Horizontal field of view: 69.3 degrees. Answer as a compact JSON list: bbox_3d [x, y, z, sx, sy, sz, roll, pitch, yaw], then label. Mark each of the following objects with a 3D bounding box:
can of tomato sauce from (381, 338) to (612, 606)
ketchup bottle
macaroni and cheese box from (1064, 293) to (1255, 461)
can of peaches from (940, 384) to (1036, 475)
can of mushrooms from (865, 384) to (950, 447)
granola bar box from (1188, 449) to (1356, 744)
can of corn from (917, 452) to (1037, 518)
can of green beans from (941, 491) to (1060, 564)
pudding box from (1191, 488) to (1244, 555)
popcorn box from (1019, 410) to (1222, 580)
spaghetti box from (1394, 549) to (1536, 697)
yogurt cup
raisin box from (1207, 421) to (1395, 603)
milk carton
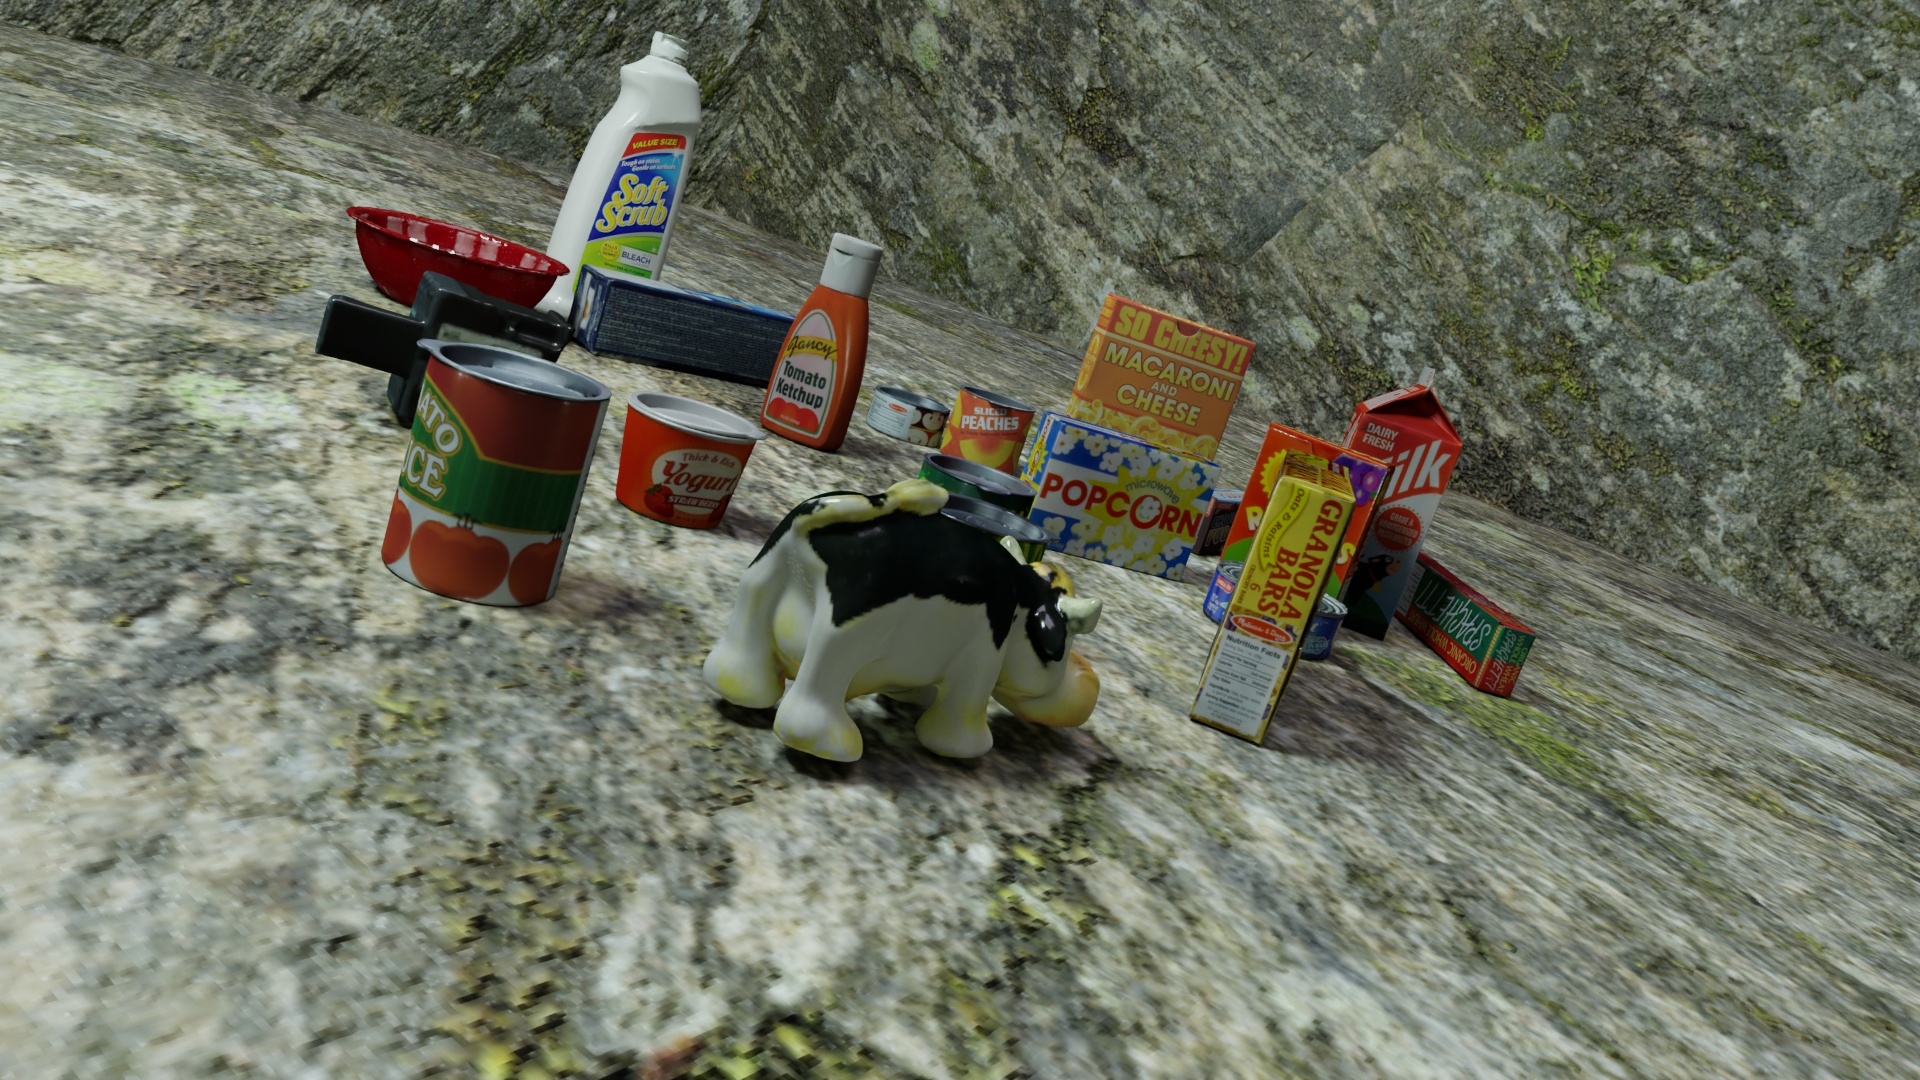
[{"bbox_3d":[-0.177,-0.026,0.523,0.071,0.083,0.071,18,12,-4],"label":"can of tomato sauce"},{"bbox_3d":[-0.094,-0.142,0.991,0.065,0.148,0.043,24,13,22],"label":"ketchup bottle"},{"bbox_3d":[0.152,-0.101,1.126,0.124,0.166,0.040,16,12,-12],"label":"macaroni and cheese box"},{"bbox_3d":[0.022,-0.090,1.145,0.071,0.058,0.071,18,12,-4],"label":"can of peaches"},{"bbox_3d":[-0.043,-0.105,1.169,0.071,0.033,0.071,18,12,-4],"label":"can of mushrooms"},{"bbox_3d":[0.163,0.022,0.713,0.039,0.124,0.166,21,12,11],"label":"granola bar box"},{"bbox_3d":[0.003,-0.010,0.770,0.071,0.058,0.071,18,12,-4],"label":"can of corn"},{"bbox_3d":[0.003,0.014,0.669,0.071,0.057,0.071,18,12,-4],"label":"can of green beans"},{"bbox_3d":[0.205,-0.016,1.107,0.030,0.049,0.084,27,15,35],"label":"pudding box"},{"bbox_3d":[0.103,-0.029,0.936,0.127,0.085,0.038,14,13,-21],"label":"popcorn box"},{"bbox_3d":[0.361,0.052,1.039,0.029,0.050,0.251,18,12,-4],"label":"spaghetti box"},{"bbox_3d":[-0.141,-0.040,0.703,0.072,0.053,0.072,18,12,-4],"label":"yogurt cup"},{"bbox_3d":[0.231,-0.009,0.944,0.086,0.123,0.040,24,13,22],"label":"raisin box"},{"bbox_3d":[0.302,-0.034,0.999,0.073,0.190,0.072,20,12,8],"label":"milk carton"}]
